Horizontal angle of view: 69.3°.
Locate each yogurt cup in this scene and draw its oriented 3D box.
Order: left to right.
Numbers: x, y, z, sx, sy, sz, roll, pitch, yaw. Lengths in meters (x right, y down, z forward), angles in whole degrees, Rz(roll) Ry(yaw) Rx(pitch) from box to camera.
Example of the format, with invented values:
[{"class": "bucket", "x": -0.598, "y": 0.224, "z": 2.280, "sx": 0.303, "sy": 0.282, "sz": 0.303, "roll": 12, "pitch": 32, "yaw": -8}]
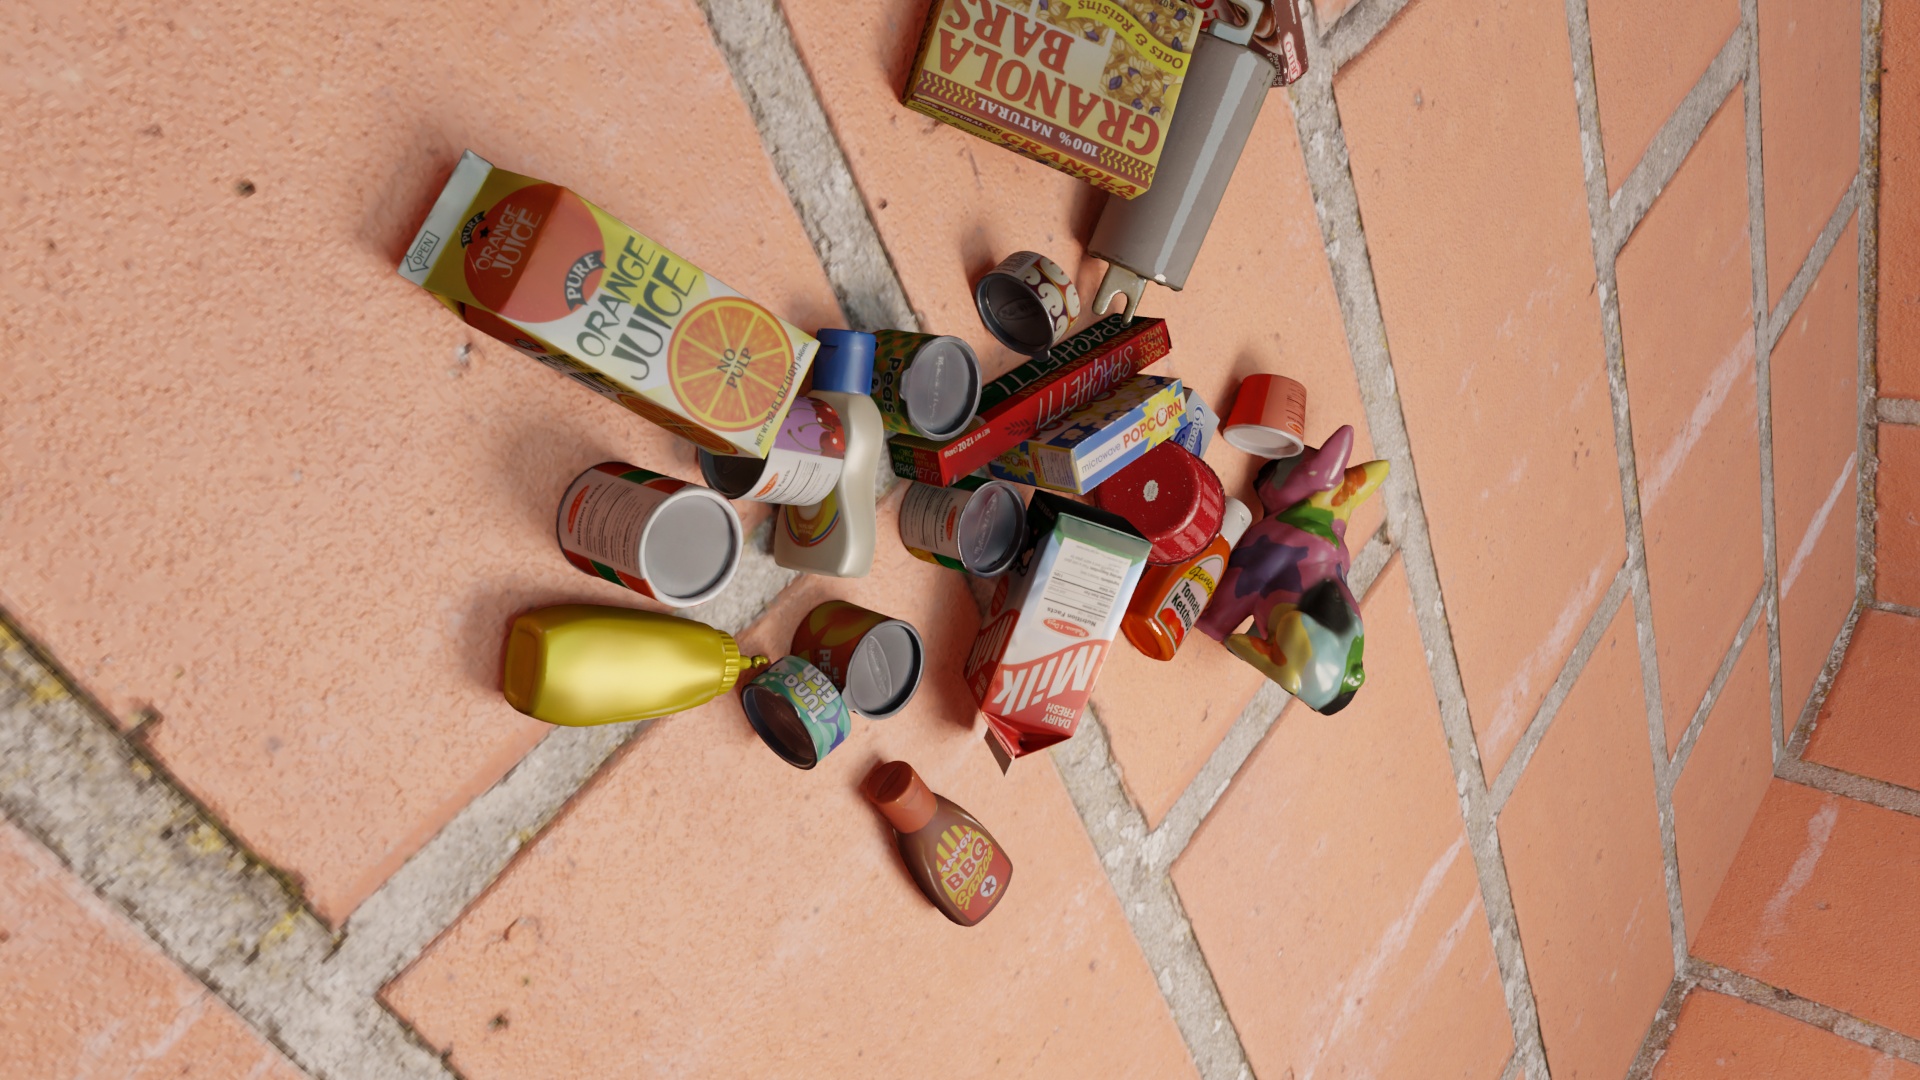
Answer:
[{"class": "yogurt cup", "x": 0.261, "y": -0.107, "z": 1.177, "sx": 0.072, "sy": 0.072, "sz": 0.054, "roll": 27, "pitch": 73, "yaw": -46}]

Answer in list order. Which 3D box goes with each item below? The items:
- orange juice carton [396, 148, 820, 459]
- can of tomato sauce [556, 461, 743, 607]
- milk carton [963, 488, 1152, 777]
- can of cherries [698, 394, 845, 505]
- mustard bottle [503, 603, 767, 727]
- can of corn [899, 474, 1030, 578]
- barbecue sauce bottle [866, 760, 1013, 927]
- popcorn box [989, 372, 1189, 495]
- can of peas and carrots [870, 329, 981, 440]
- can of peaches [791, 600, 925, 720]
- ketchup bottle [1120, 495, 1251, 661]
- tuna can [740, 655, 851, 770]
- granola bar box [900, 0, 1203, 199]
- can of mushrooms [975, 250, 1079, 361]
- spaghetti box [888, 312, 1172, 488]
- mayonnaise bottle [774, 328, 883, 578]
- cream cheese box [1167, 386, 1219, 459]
[{"class": "orange juice carton", "x": -0.177, "y": -0.116, "z": 0.701, "sx": 0.192, "sy": 0.073, "sz": 0.072, "roll": 29, "pitch": 80, "yaw": -29}, {"class": "can of tomato sauce", "x": -0.166, "y": -0.004, "z": 0.751, "sx": 0.071, "sy": 0.083, "sz": 0.071, "roll": -14, "pitch": 110, "yaw": -42}, {"class": "milk carton", "x": 0.058, "y": 0.068, "z": 0.975, "sx": 0.073, "sy": 0.072, "sz": 0.190, "roll": 18, "pitch": 101, "yaw": -15}, {"class": "can of cherries", "x": -0.110, "y": -0.057, "z": 0.809, "sx": 0.058, "sy": 0.071, "sz": 0.071, "roll": 4, "pitch": 97, "yaw": -46}, {"class": "mustard bottle", "x": -0.176, "y": 0.070, "z": 0.786, "sx": 0.160, "sy": 0.049, "sz": 0.065, "roll": 6, "pitch": 97, "yaw": -47}, {"class": "can of corn", "x": 0.003, "y": -0.012, "z": 0.940, "sx": 0.071, "sy": 0.058, "sz": 0.071, "roll": -14, "pitch": 110, "yaw": -43}, {"class": "barbecue sauce bottle", "x": -0.017, "y": 0.213, "z": 0.989, "sx": 0.065, "sy": 0.044, "sz": 0.148, "roll": -51, "pitch": 131, "yaw": -22}, {"class": "popcorn box", "x": 0.091, "y": -0.080, "z": 0.992, "sx": 0.127, "sy": 0.085, "sz": 0.038, "roll": -33, "pitch": 121, "yaw": -35}, {"class": "can of peas and carrots", "x": -0.031, "y": -0.100, "z": 0.882, "sx": 0.071, "sy": 0.059, "sz": 0.070, "roll": -14, "pitch": 110, "yaw": -42}, {"class": "can of peaches", "x": -0.068, "y": 0.077, "z": 0.891, "sx": 0.071, "sy": 0.058, "sz": 0.071, "roll": -15, "pitch": 112, "yaw": -42}, {"class": "ketchup bottle", "x": 0.189, "y": 0.026, "z": 1.152, "sx": 0.149, "sy": 0.043, "sz": 0.064, "roll": -52, "pitch": 131, "yaw": -24}, {"class": "tuna can", "x": -0.101, "y": 0.105, "z": 0.856, "sx": 0.033, "sy": 0.071, "sz": 0.070, "roll": -40, "pitch": 126, "yaw": -34}, {"class": "granola bar box", "x": 0.060, "y": -0.306, "z": 0.880, "sx": 0.165, "sy": 0.039, "sz": 0.124, "roll": 18, "pitch": 87, "yaw": -16}, {"class": "can of mushrooms", "x": 0.047, "y": -0.159, "z": 0.940, "sx": 0.033, "sy": 0.071, "sz": 0.070, "roll": -46, "pitch": 129, "yaw": -29}, {"class": "spaghetti box", "x": 0.055, "y": -0.104, "z": 0.976, "sx": 0.251, "sy": 0.050, "sz": 0.028, "roll": -33, "pitch": 124, "yaw": -36}, {"class": "mayonnaise bottle", "x": -0.077, "y": -0.054, "z": 0.847, "sx": 0.041, "sy": 0.065, "sz": 0.148, "roll": 1, "pitch": 96, "yaw": -55}, {"class": "cream cheese box", "x": 0.170, "y": -0.068, "z": 1.121, "sx": 0.053, "sy": 0.024, "sz": 0.104, "roll": 36, "pitch": 75, "yaw": -46}]
